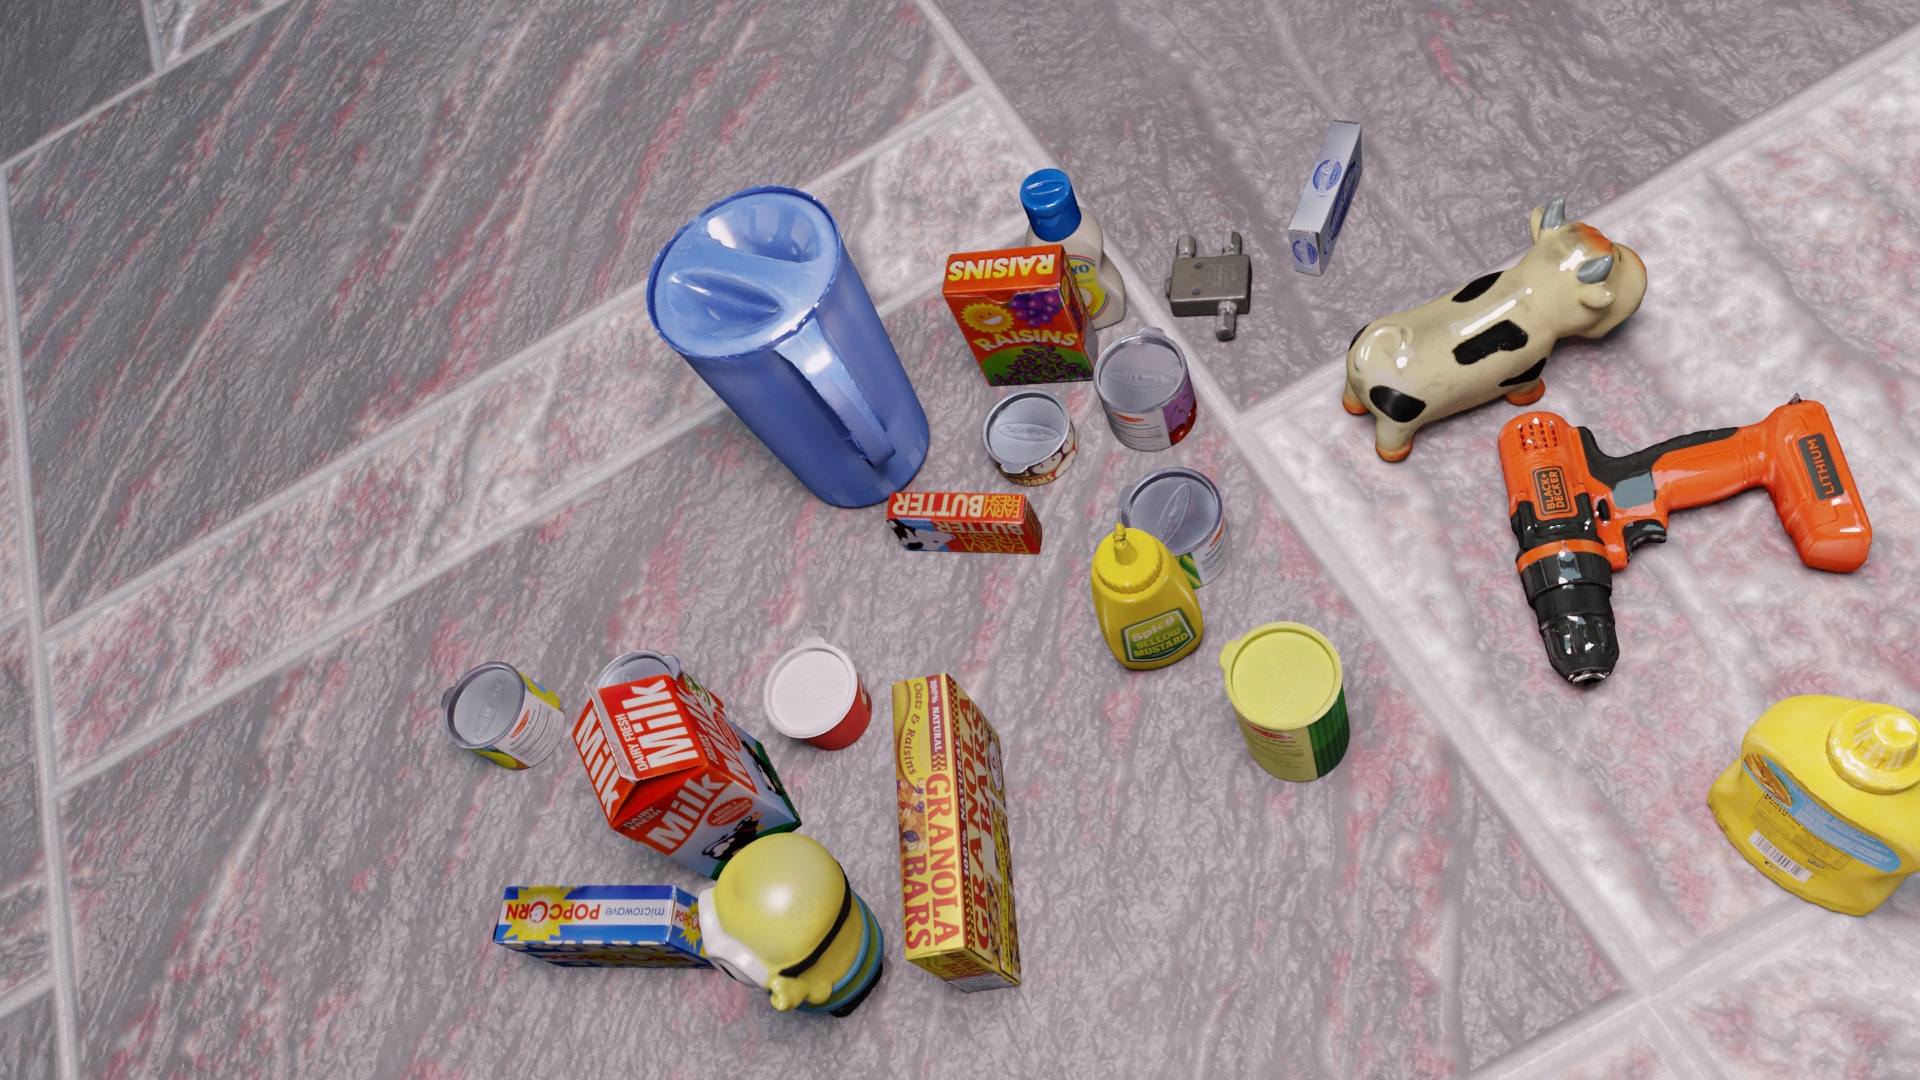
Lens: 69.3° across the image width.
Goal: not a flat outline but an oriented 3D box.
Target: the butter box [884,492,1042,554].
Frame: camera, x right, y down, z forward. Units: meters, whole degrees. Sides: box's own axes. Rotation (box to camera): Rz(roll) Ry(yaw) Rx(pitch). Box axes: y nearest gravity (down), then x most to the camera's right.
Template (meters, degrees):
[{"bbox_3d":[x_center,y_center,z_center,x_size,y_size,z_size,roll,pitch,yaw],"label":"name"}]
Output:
[{"bbox_3d":[0.004,-0.012,0.988,0.103,0.053,0.024,2,65,19],"label":"butter box"}]

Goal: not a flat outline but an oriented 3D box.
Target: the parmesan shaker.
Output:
[{"bbox_3d":[0.196,0.098,0.838,0.071,0.102,0.071,-8,62,15],"label":"parmesan shaker"}]

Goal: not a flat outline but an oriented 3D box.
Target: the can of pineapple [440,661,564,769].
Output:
[{"bbox_3d":[-0.336,0.129,1.024,0.071,0.057,0.071,-8,62,15],"label":"can of pineapple"}]

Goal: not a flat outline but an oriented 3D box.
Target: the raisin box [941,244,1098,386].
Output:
[{"bbox_3d":[0.046,-0.161,1.011,0.086,0.123,0.040,-1,64,18],"label":"raisin box"}]

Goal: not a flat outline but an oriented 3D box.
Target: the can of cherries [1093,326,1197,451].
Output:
[{"bbox_3d":[0.134,-0.107,0.992,0.071,0.058,0.072,-8,62,15],"label":"can of cherries"}]

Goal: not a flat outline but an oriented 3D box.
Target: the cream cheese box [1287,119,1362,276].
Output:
[{"bbox_3d":[0.271,-0.252,1.025,0.024,0.053,0.104,16,69,25],"label":"cream cheese box"}]

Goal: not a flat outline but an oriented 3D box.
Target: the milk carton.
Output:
[{"bbox_3d":[-0.180,0.149,0.884,0.073,0.190,0.072,-33,58,0],"label":"milk carton"}]

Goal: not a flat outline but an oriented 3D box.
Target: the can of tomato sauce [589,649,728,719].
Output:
[{"bbox_3d":[-0.207,0.120,0.971,0.071,0.083,0.071,-8,62,15],"label":"can of tomato sauce"}]

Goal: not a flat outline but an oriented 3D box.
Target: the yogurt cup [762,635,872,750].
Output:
[{"bbox_3d":[-0.095,0.111,0.956,0.072,0.053,0.073,-8,62,15],"label":"yogurt cup"}]

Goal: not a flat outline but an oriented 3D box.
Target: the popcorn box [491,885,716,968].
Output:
[{"bbox_3d":[-0.225,0.253,0.907,0.126,0.085,0.038,-4,63,16],"label":"popcorn box"}]

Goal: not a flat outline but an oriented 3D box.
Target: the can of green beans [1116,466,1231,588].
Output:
[{"bbox_3d":[0.147,-0.007,0.936,0.071,0.057,0.071,-8,62,15],"label":"can of green beans"}]

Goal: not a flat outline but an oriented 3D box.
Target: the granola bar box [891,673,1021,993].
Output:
[{"bbox_3d":[-0.001,0.180,0.848,0.039,0.124,0.166,-12,61,13],"label":"granola bar box"}]

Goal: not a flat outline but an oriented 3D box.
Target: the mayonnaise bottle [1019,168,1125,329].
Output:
[{"bbox_3d":[0.078,-0.208,1.011,0.065,0.147,0.041,-8,62,15],"label":"mayonnaise bottle"}]

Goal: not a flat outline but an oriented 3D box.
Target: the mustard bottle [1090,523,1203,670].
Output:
[{"bbox_3d":[0.111,0.032,0.867,0.065,0.159,0.049,-22,59,7],"label":"mustard bottle"}]

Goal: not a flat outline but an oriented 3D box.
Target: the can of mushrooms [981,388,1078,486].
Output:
[{"bbox_3d":[0.050,-0.073,1.016,0.071,0.033,0.071,-8,62,15],"label":"can of mushrooms"}]
